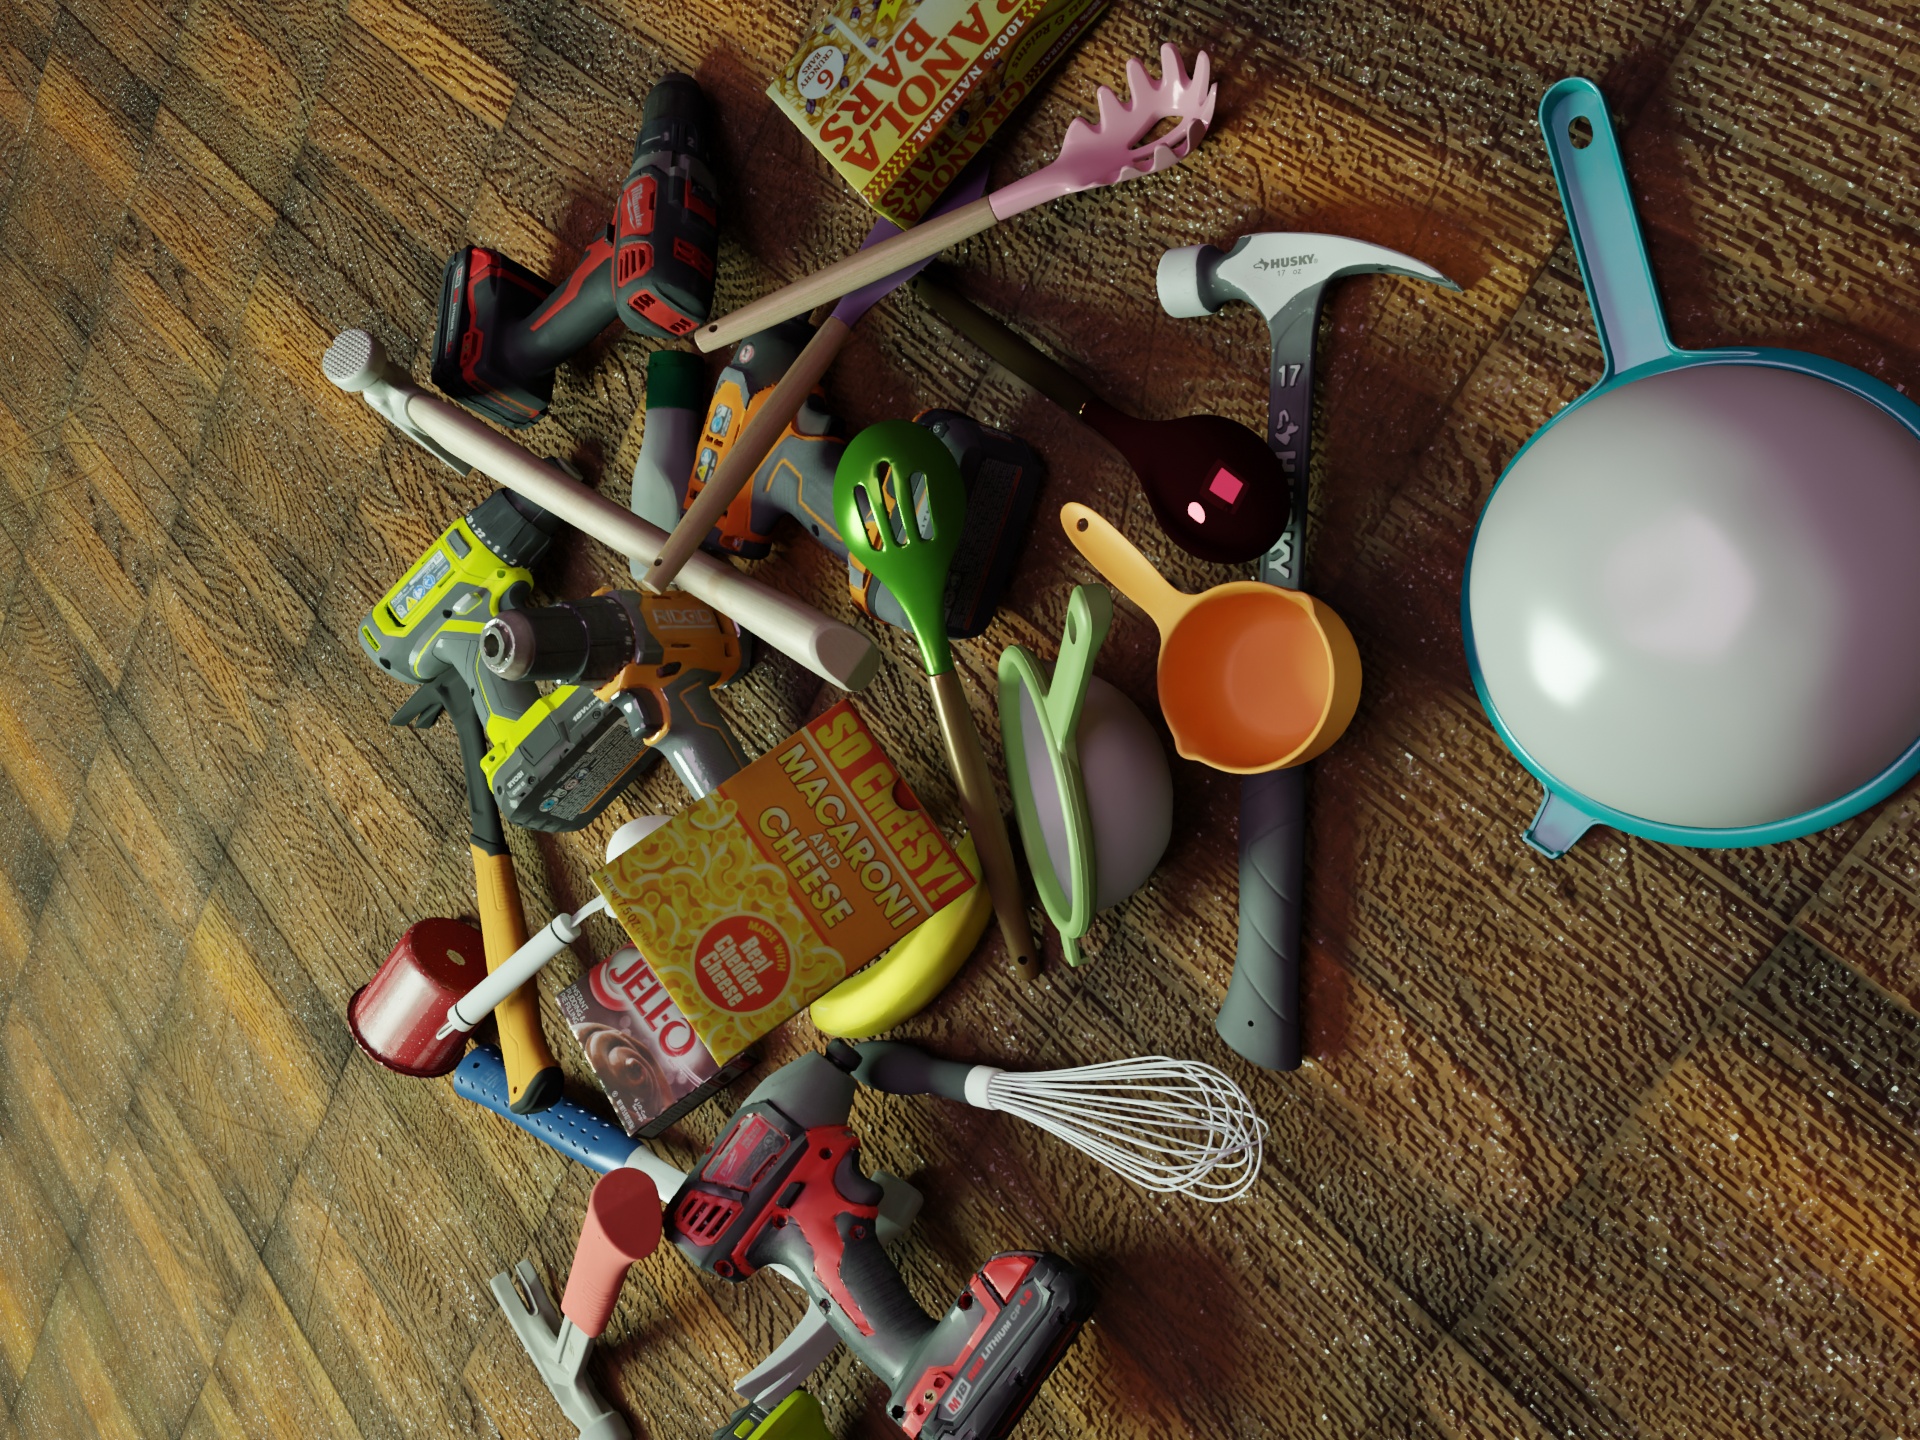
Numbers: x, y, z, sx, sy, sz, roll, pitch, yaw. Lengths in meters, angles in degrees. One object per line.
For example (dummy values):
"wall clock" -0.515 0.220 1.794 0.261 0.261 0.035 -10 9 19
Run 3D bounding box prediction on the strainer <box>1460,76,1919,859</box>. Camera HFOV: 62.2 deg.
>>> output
"strainer" 0.280 -0.114 0.649 0.211 0.095 0.340 -17 81 36

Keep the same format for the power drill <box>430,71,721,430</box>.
"power drill" -0.245 -0.309 1.049 0.227 0.080 0.188 -19 60 35

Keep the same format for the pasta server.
"pasta server" -0.009 -0.269 0.855 0.316 0.040 0.060 -20 66 17

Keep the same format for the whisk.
"whisk" 0.039 0.204 0.856 0.285 0.070 0.070 -1 90 43

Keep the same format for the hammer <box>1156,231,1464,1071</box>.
"hammer" 0.161 -0.034 0.778 0.149 0.036 0.409 3 92 36

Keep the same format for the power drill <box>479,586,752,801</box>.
"power drill" -0.175 0.023 0.940 0.084 0.185 0.226 -33 74 33

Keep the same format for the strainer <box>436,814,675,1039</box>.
"strainer" -0.253 0.130 1.036 0.258 0.050 0.087 -40 25 11

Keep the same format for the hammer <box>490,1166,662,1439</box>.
"hammer" -0.233 0.347 0.979 0.149 0.036 0.358 52 145 21

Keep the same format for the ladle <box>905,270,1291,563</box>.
"ladle" 0.055 -0.175 0.834 0.316 0.031 0.069 46 127 40

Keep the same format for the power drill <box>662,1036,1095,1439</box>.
"power drill" -0.043 0.280 0.860 0.220 0.078 0.143 33 78 22

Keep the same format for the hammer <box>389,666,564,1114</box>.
"hammer" -0.334 0.114 1.126 0.127 0.034 0.337 -31 64 32

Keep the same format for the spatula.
"spatula" -0.080 -0.200 0.885 0.060 0.018 0.316 27 78 35

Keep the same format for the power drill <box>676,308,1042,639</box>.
"power drill" -0.065 -0.152 0.922 0.227 0.084 0.164 28 104 37

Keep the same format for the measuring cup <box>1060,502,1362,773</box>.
"measuring cup" 0.116 -0.047 0.758 0.174 0.052 0.095 47 116 27

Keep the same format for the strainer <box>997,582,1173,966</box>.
"strainer" 0.071 0.005 0.761 0.256 0.069 0.152 96 161 -62

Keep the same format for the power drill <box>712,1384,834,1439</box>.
"power drill" -0.037 0.456 0.874 0.223 0.080 0.171 8 119 37

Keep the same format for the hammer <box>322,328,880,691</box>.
"hammer" -0.211 -0.119 0.968 0.411 0.146 0.038 30 84 25

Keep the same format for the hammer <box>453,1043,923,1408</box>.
"hammer" -0.207 0.294 1.025 0.406 0.035 0.144 13 61 41

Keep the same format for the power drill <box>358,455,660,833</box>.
"power drill" -0.290 -0.056 1.079 0.190 0.080 0.229 -44 63 6

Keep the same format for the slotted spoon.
"slotted spoon" -0.001 -0.003 0.839 0.070 0.031 0.313 -12 106 13
